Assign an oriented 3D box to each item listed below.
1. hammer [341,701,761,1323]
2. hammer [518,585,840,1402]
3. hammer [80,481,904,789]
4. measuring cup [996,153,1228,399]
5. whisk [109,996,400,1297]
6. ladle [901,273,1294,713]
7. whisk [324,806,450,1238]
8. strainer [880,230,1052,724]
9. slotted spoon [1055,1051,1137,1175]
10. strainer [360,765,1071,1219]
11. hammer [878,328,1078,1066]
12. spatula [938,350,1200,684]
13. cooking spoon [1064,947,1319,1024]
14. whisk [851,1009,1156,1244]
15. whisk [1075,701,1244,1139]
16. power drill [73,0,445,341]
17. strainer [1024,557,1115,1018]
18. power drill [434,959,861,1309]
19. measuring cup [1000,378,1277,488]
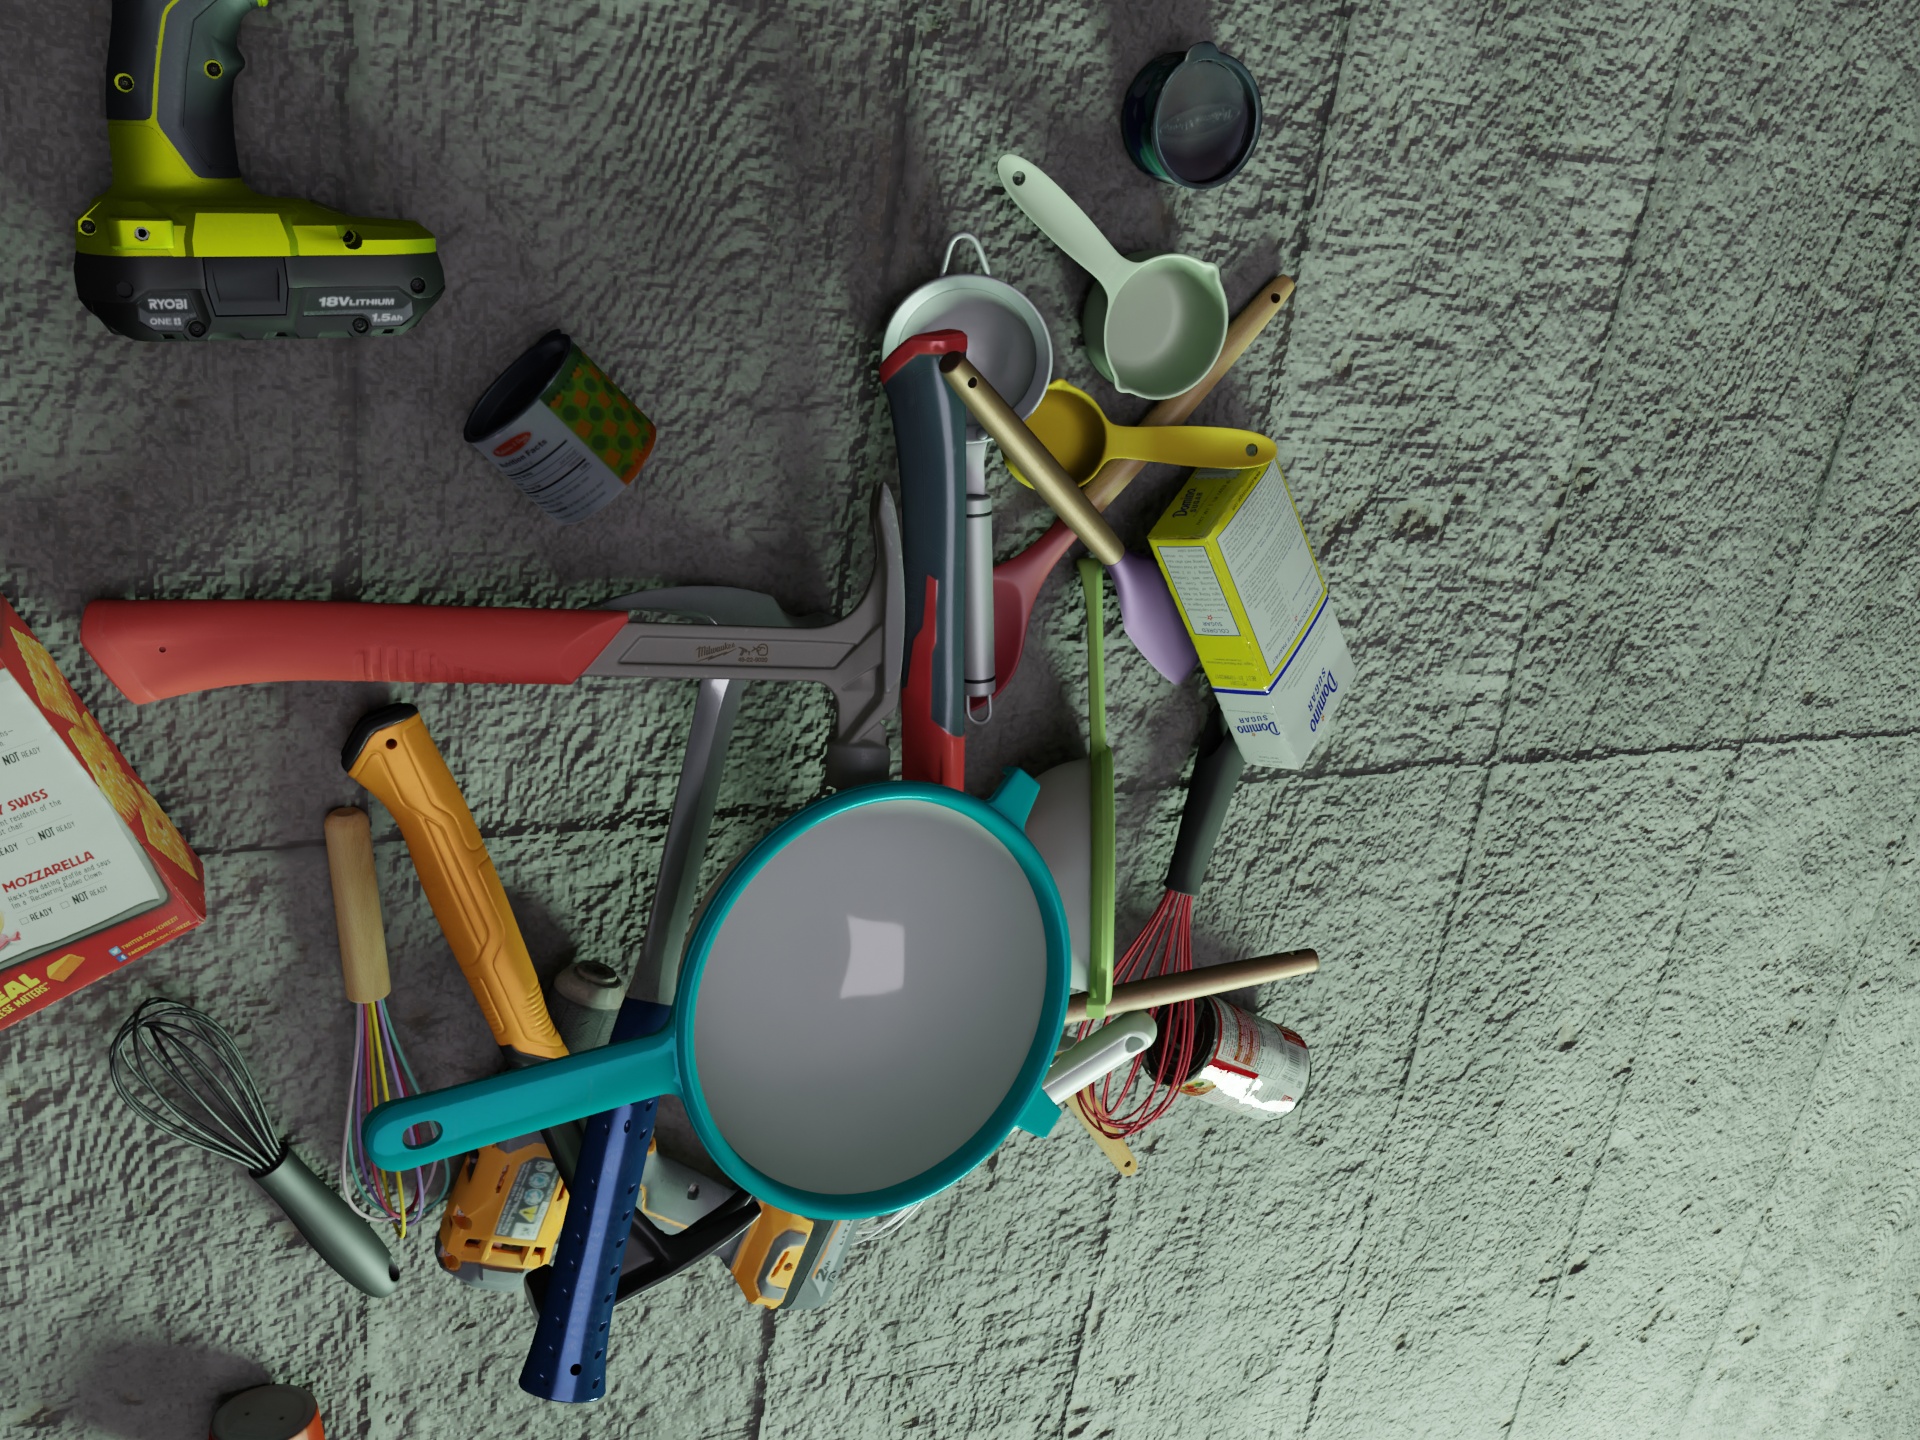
[{"bbox_3d":[-0.217,0.145,0.808,0.127,0.034,0.336,-24,106,-15],"label":"hammer"},{"bbox_3d":[-0.158,0.128,0.794,0.144,0.035,0.405,16,82,-30],"label":"hammer"},{"bbox_3d":[-0.204,-0.044,0.733,0.359,0.037,0.149,1,94,-13],"label":"hammer"},{"bbox_3d":[0.070,-0.235,0.826,0.167,0.038,0.083,36,93,-32],"label":"measuring cup"},{"bbox_3d":[-0.356,0.230,0.821,0.055,0.055,0.238,-31,126,-11],"label":"whisk"},{"bbox_3d":[0.078,-0.129,0.883,0.069,0.031,0.315,42,88,-17],"label":"ladle"},{"bbox_3d":[-0.299,0.161,0.816,0.051,0.047,0.245,0,110,-2],"label":"whisk"},{"bbox_3d":[0.005,-0.120,0.827,0.087,0.050,0.258,-1,108,2],"label":"strainer"},{"bbox_3d":[0.052,0.203,1.022,0.070,0.031,0.313,-36,125,-7],"label":"slotted spoon"},{"bbox_3d":[-0.111,0.138,0.751,0.340,0.095,0.211,-11,103,-28],"label":"strainer"},{"bbox_3d":[-0.001,-0.003,0.821,0.038,0.143,0.386,-29,125,-53],"label":"hammer"},{"bbox_3d":[0.072,-0.103,0.850,0.060,0.018,0.315,-54,141,-2],"label":"spatula"},{"bbox_3d":[0.060,0.173,0.949,0.319,0.069,0.017,-10,109,-5],"label":"cooking spoon"},{"bbox_3d":[0.016,0.249,0.976,0.246,0.059,0.057,-34,120,9],"label":"whisk"},{"bbox_3d":[0.134,0.125,1.000,0.073,0.073,0.296,12,98,-30],"label":"whisk"},{"bbox_3d":[-0.273,-0.266,0.619,0.171,0.080,0.223,-8,112,-23],"label":"power drill"},{"bbox_3d":[0.053,0.036,0.915,0.069,0.151,0.256,-1,95,4],"label":"strainer"},{"bbox_3d":[-0.161,0.239,0.903,0.226,0.084,0.185,17,99,-27],"label":"power drill"},{"bbox_3d":[0.096,-0.150,0.864,0.156,0.029,0.062,1,96,-16],"label":"measuring cup"}]
